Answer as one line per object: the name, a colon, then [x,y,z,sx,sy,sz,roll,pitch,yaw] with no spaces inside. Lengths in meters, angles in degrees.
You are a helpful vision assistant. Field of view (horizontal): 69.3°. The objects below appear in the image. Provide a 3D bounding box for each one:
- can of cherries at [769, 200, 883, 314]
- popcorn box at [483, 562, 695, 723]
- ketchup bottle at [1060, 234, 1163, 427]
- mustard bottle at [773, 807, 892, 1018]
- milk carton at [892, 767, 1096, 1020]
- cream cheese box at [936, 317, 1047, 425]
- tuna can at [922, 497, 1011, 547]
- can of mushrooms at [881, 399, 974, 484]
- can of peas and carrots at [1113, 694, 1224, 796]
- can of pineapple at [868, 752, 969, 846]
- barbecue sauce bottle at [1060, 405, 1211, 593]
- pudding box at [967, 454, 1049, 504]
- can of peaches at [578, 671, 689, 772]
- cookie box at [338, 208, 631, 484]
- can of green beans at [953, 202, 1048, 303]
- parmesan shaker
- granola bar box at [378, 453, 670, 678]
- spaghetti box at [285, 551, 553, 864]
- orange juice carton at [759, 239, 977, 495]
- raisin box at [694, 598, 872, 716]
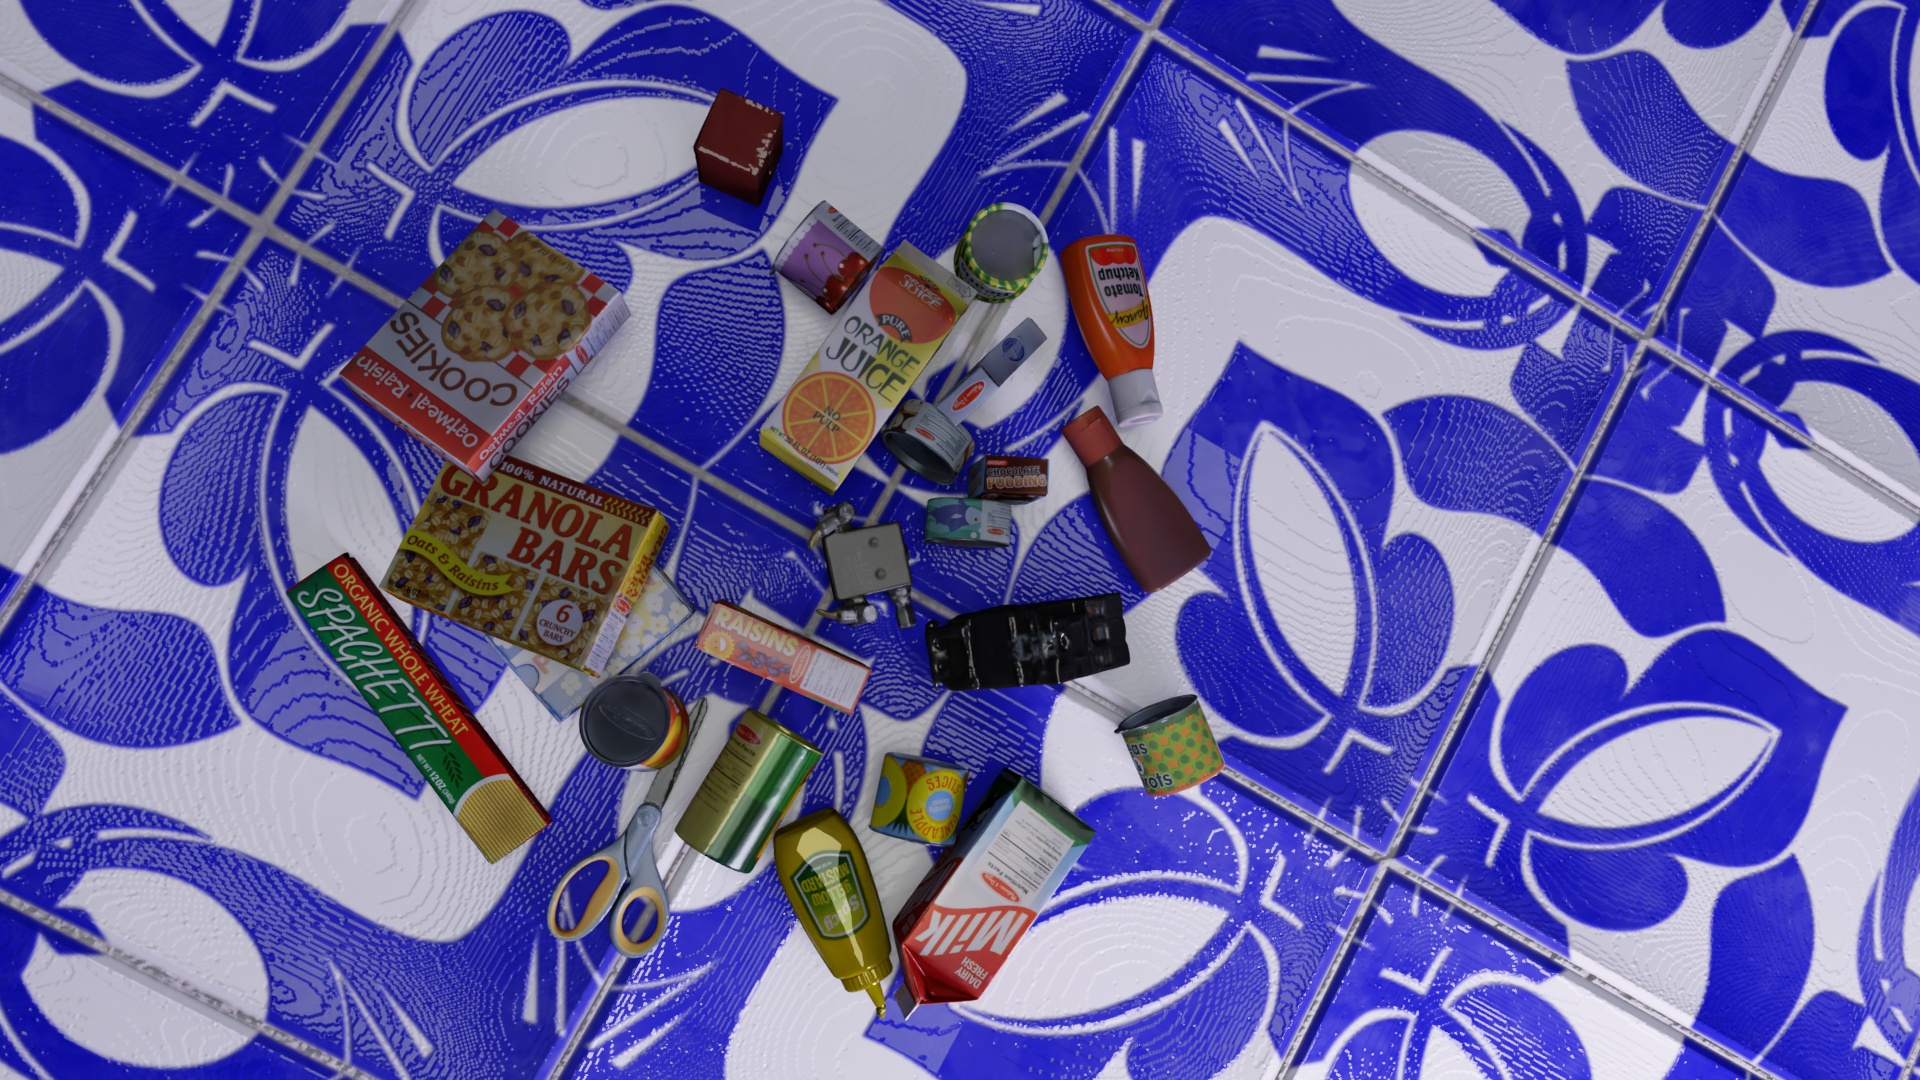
can of cherries: [-0.102,-0.213,1.059,0.058,0.071,0.071,38,82,-6]
popcorn box: [-0.272,0.061,1.028,0.127,0.038,0.085,-41,94,-9]
ketchup bottle: [0.124,-0.164,1.090,0.065,0.043,0.149,-8,81,-30]
mustard bottle: [-0.086,0.282,1.036,0.065,0.049,0.160,-24,90,-7]
milk carton: [0.012,0.270,1.041,0.073,0.072,0.191,38,81,-5]
cream cheese box: [0.024,-0.129,1.050,0.024,0.053,0.104,47,37,-6]
tuna can: [0.004,-0.013,1.062,0.071,0.071,0.033,5,85,-8]
can of mushrooms: [-0.025,-0.075,1.060,0.071,0.071,0.033,34,72,-5]
can of peas and carrots: [0.161,0.159,1.073,0.071,0.071,0.058,-23,91,-9]
can of pineapple: [-0.030,0.194,1.040,0.071,0.071,0.058,13,85,-8]
barbecue sauce bottle: [0.133,-0.035,1.093,0.065,0.043,0.148,-33,91,-19]
pudding box: [0.036,-0.045,1.058,0.050,0.083,0.030,3,86,-8]
can of peaches: [-0.235,0.132,1.012,0.071,0.058,0.071,-1,76,3]
cookie box: [-0.342,-0.141,1.005,0.123,0.040,0.168,34,75,11]
can of green beans: [0.031,-0.223,1.082,0.071,0.058,0.071,0,87,-8]
parmesan shaker: [-0.157,0.184,1.025,0.071,0.071,0.103,32,83,-6]
granola bar box: [-0.310,0.011,0.993,0.166,0.039,0.124,20,74,10]
spaghetti box: [-0.393,0.122,1.010,0.050,0.028,0.250,-37,92,-10]
orange juice carton: [-0.069,-0.134,1.053,0.072,0.073,0.193,36,82,-5]
raisin box: [-0.131,0.084,1.023,0.123,0.086,0.040,24,85,-6]
